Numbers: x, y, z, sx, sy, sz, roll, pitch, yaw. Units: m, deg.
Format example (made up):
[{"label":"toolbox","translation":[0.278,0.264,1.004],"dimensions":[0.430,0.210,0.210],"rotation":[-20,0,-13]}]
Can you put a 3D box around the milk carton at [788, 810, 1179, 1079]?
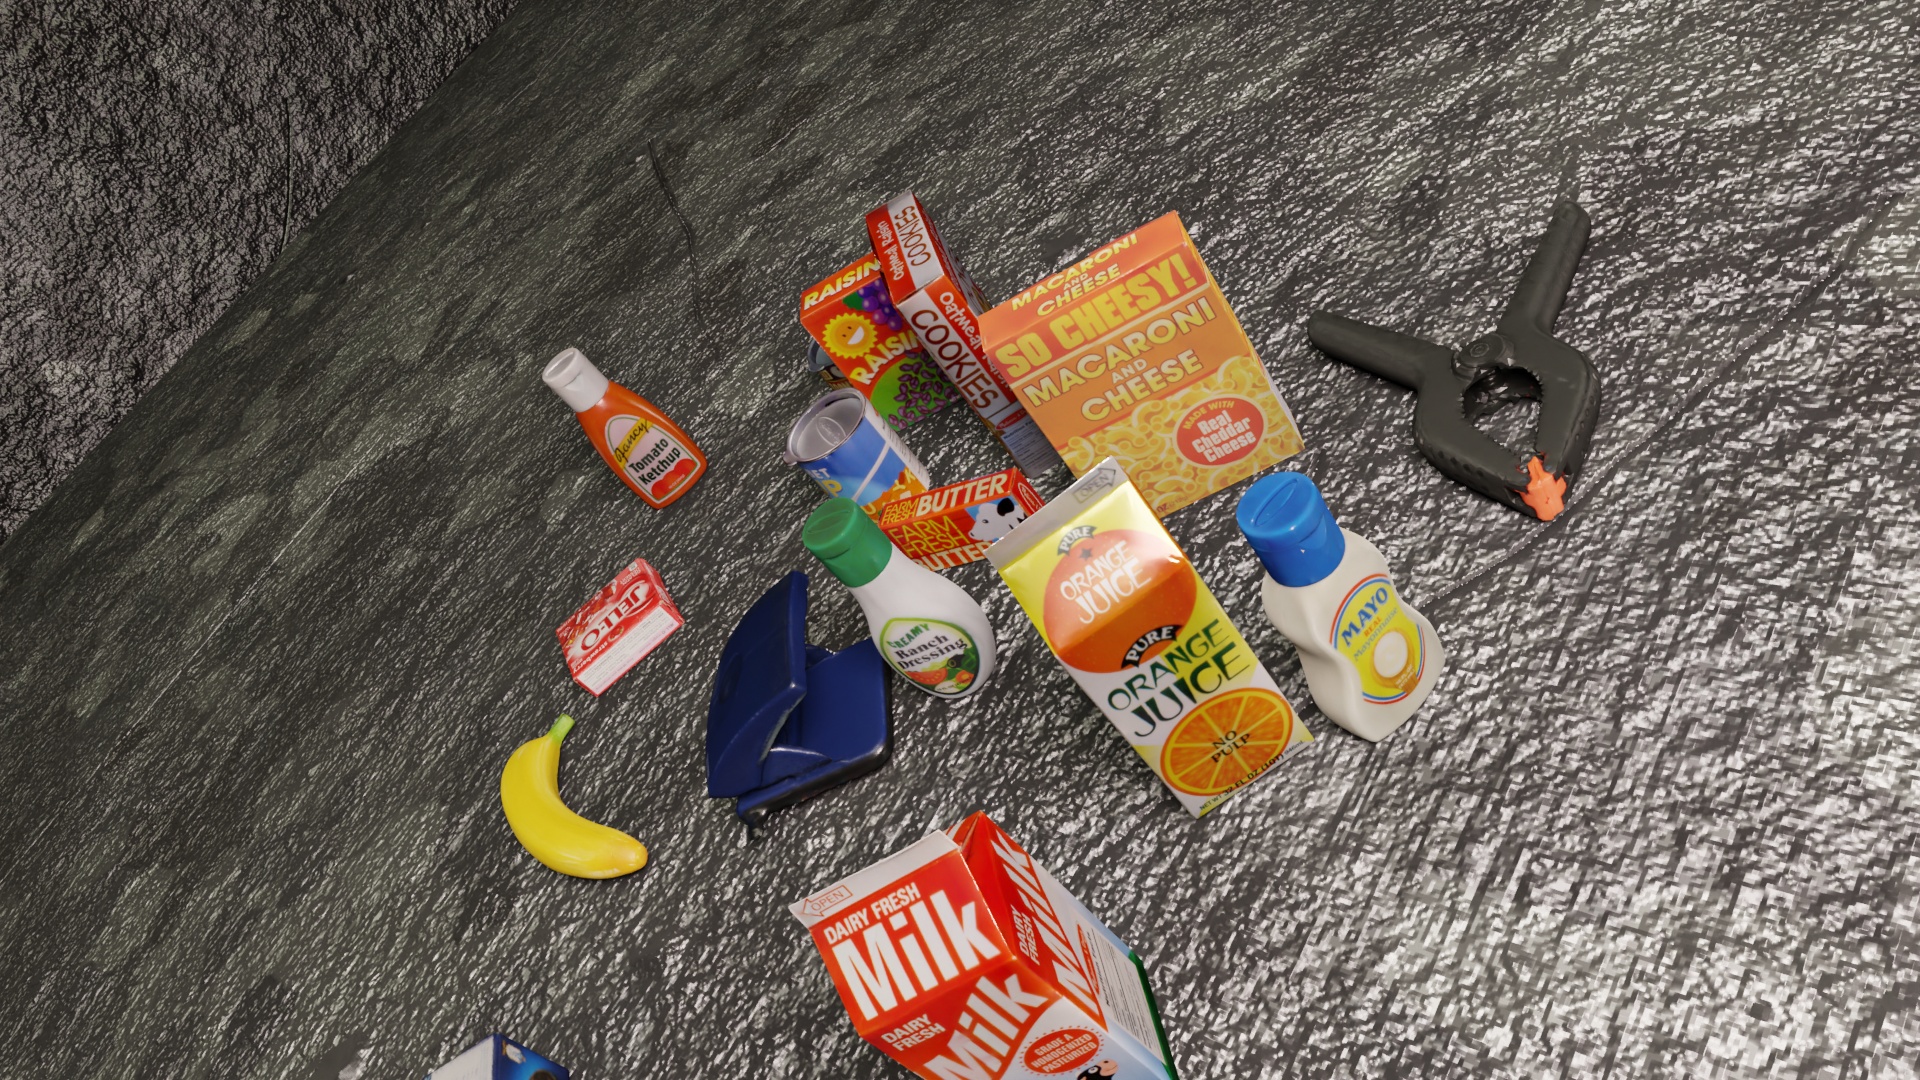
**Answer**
[{"label":"milk carton","translation":[0.013,0.180,0.575],"dimensions":[0.072,0.190,0.074],"rotation":[-31,38,13]}]

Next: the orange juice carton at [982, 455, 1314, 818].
[{"label":"orange juice carton","translation":[0.086,0.042,0.650],"dimensions":[0.072,0.192,0.073],"rotation":[-36,38,7]}]

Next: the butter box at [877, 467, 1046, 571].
[{"label":"butter box","translation":[0.003,-0.011,0.887],"dimensions":[0.103,0.053,0.024],"rotation":[-14,45,30]}]

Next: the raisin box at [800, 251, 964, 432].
[{"label":"raisin box","translation":[-0.047,-0.146,1.007],"dimensions":[0.086,0.123,0.040],"rotation":[-25,40,19]}]

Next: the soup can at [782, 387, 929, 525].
[{"label":"soup can","translation":[-0.072,-0.053,0.967],"dimensions":[0.071,0.083,0.072],"rotation":[-23,41,21]}]

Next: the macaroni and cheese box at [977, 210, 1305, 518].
[{"label":"macaroni and cheese box","translation":[0.104,-0.089,0.788],"dimensions":[0.123,0.166,0.040],"rotation":[-26,40,18]}]

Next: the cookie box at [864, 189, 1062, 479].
[{"label":"cookie box","translation":[0.005,-0.135,0.917],"dimensions":[0.040,0.167,0.123],"rotation":[-32,38,11]}]

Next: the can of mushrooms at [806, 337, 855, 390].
[{"label":"can of mushrooms","translation":[-0.090,-0.153,1.124],"dimensions":[0.071,0.033,0.071],"rotation":[-23,41,21]}]

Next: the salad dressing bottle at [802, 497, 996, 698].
[{"label":"salad dressing bottle","translation":[-0.034,0.034,0.796],"dimensions":[0.064,0.147,0.044],"rotation":[-22,41,22]}]

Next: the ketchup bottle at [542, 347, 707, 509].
[{"label":"ketchup bottle","translation":[-0.274,-0.093,1.124],"dimensions":[0.065,0.148,0.044],"rotation":[-42,37,-2]}]

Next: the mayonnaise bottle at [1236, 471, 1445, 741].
[{"label":"mayonnaise bottle","translation":[0.170,0.029,0.629],"dimensions":[0.065,0.147,0.041],"rotation":[-48,38,-9]}]
